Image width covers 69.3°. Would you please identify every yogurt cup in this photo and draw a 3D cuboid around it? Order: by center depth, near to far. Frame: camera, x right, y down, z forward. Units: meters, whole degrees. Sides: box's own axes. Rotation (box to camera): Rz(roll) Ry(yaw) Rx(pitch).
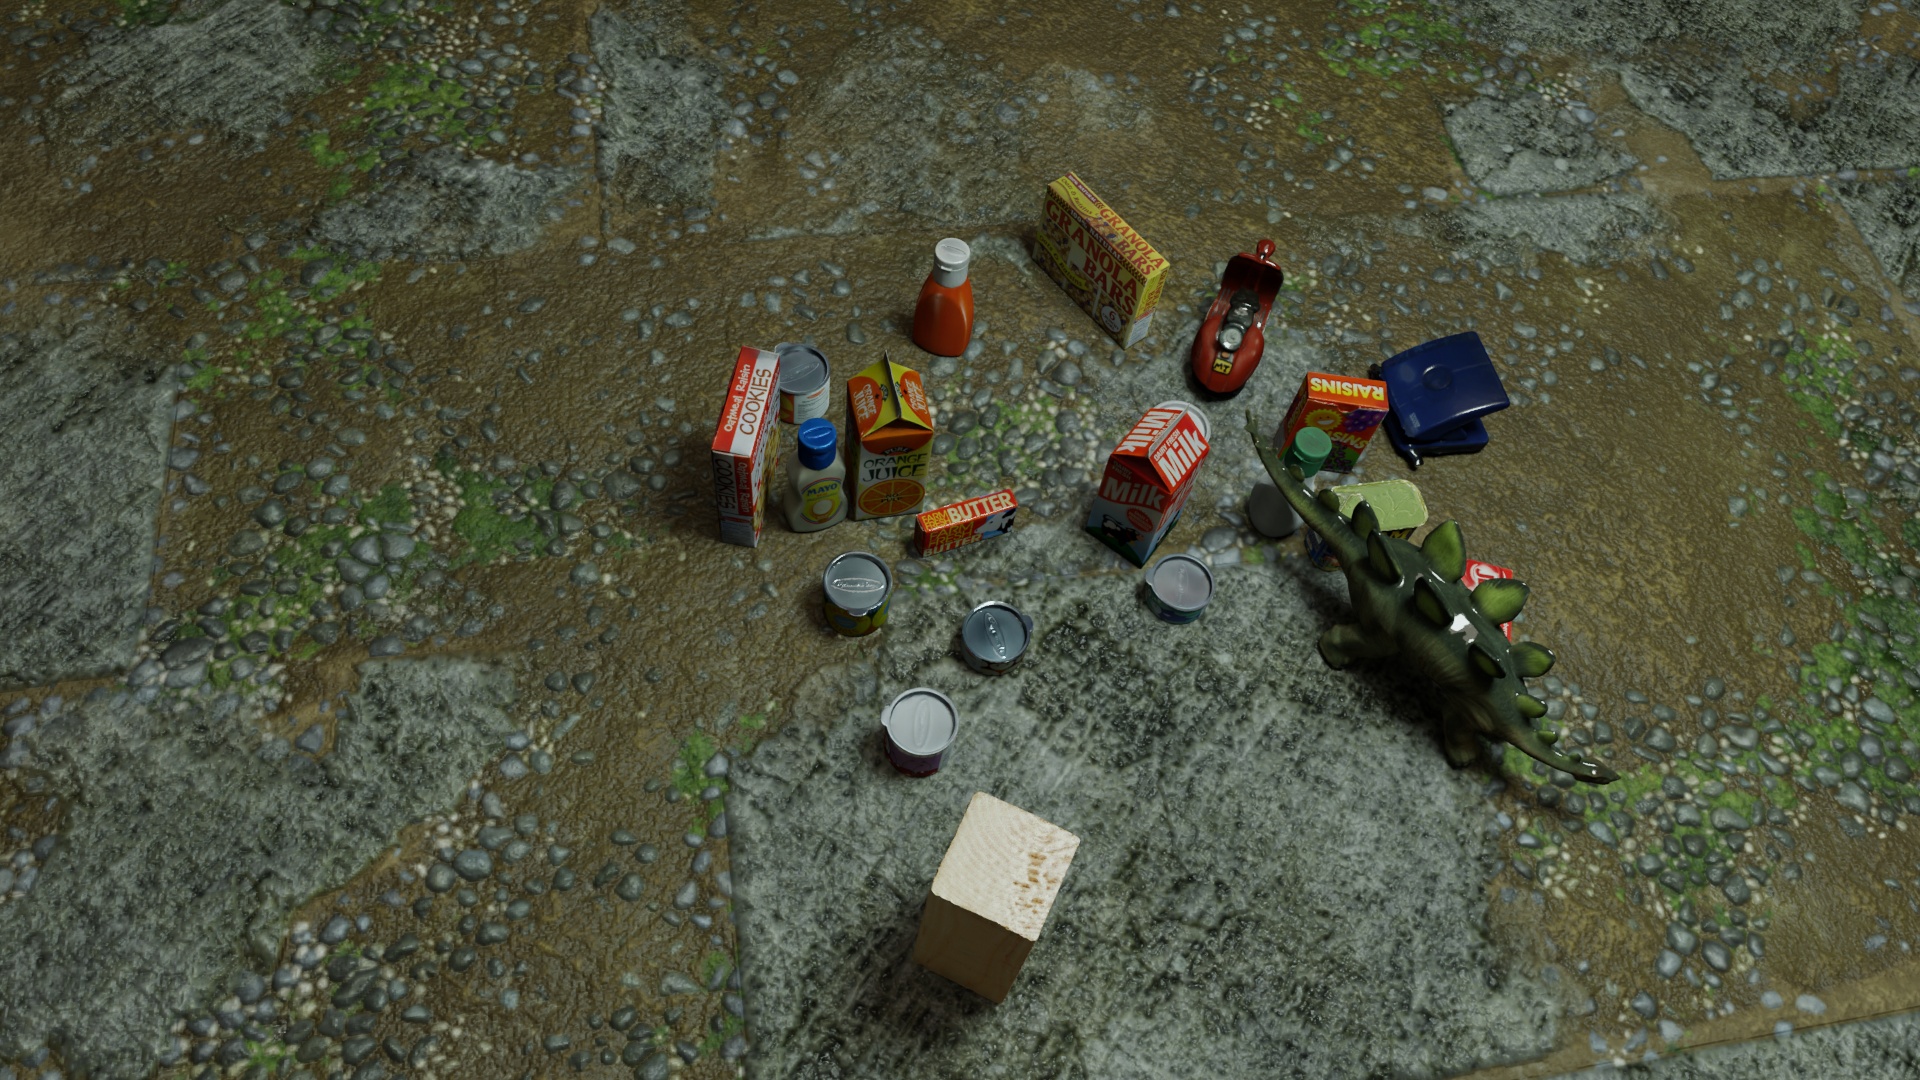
[{"bbox_3d":[0.227,-0.107,1.477,0.072,0.053,0.073,3,59,-5],"label":"yogurt cup"}]

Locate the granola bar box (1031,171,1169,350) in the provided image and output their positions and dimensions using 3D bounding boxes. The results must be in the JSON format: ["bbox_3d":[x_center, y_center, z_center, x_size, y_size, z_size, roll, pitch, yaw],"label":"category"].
[{"bbox_3d":[0.155,-0.312,1.550,0.039,0.123,0.166,-33,68,-22],"label":"granola bar box"}]

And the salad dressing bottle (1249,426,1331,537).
[{"bbox_3d":[0.335,-0.059,1.406,0.044,0.147,0.064,-34,69,-23],"label":"salad dressing bottle"}]

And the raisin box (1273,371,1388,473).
[{"bbox_3d":[0.388,-0.123,1.465,0.086,0.122,0.040,8,59,-2],"label":"raisin box"}]

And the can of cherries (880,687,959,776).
[{"bbox_3d":[-0.039,0.176,1.275,0.071,0.058,0.072,3,59,-5],"label":"can of cherries"}]

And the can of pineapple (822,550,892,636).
[{"bbox_3d":[-0.101,0.053,1.342,0.071,0.057,0.071,3,59,-5],"label":"can of pineapple"}]

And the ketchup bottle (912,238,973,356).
[{"bbox_3d":[-0.015,-0.259,1.485,0.065,0.148,0.044,18,59,4],"label":"ketchup bottle"}]

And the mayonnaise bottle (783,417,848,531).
[{"bbox_3d":[-0.141,-0.063,1.354,0.065,0.147,0.041,-16,63,-15],"label":"mayonnaise bottle"}]

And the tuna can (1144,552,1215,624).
[{"bbox_3d":[0.218,0.048,1.396,0.071,0.032,0.071,3,59,-5],"label":"tuna can"}]

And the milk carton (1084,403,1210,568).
[{"bbox_3d":[0.185,-0.059,1.365,0.073,0.189,0.072,35,62,14],"label":"milk carton"}]

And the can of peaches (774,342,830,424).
[{"bbox_3d":[-0.172,-0.166,1.464,0.071,0.057,0.071,3,59,-5],"label":"can of peaches"}]

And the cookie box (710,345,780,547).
[{"bbox_3d":[-0.207,-0.089,1.350,0.040,0.166,0.123,10,59,-1],"label":"cookie box"}]

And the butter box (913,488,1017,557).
[{"bbox_3d":[0.005,-0.018,1.399,0.104,0.053,0.024,-16,63,-15],"label":"butter box"}]

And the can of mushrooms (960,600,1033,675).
[{"bbox_3d":[0.035,0.095,1.347,0.071,0.033,0.071,3,59,-5],"label":"can of mushrooms"}]

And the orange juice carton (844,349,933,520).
[{"bbox_3d":[-0.071,-0.101,1.359,0.073,0.191,0.072,-8,61,-11],"label":"orange juice carton"}]
